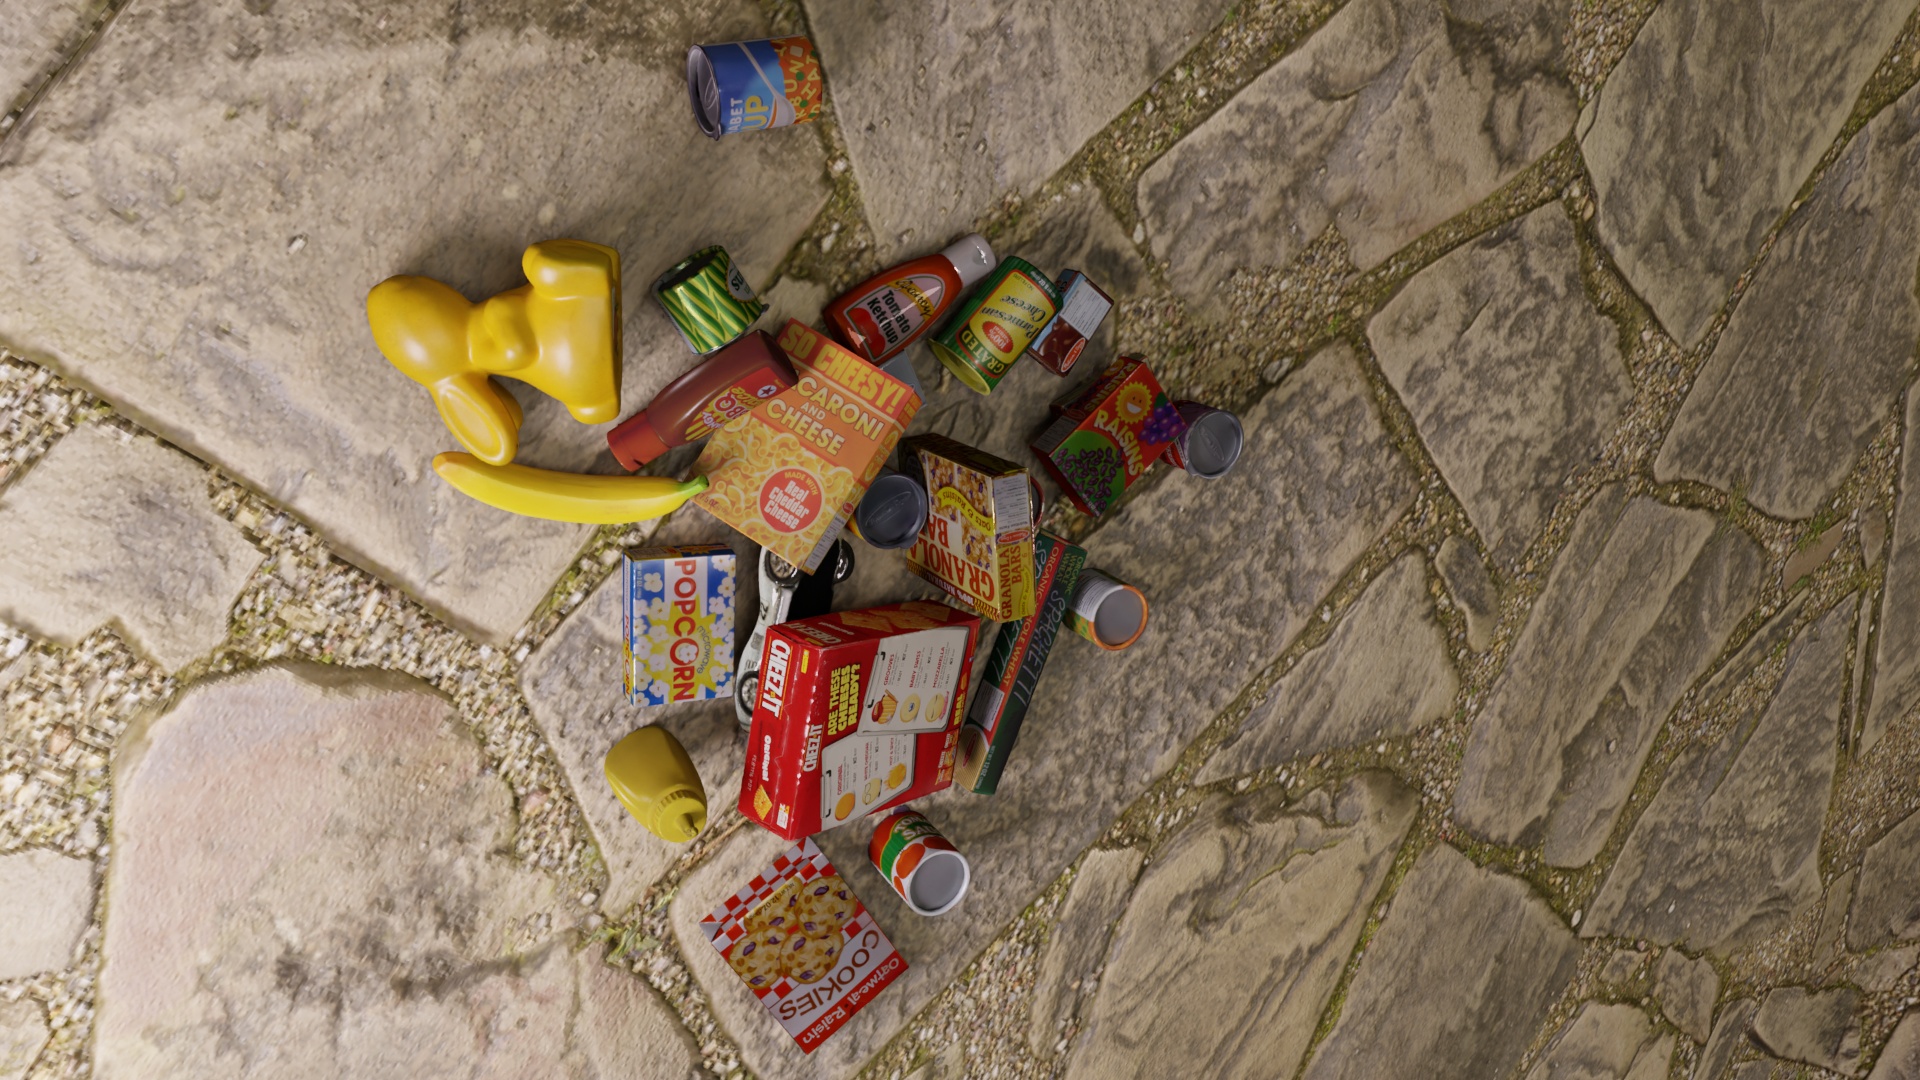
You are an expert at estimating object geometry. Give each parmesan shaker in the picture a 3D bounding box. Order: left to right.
[{"bbox_3d":[0.030,-0.186,1.185,0.103,0.071,0.071,-50,121,-7],"label":"parmesan shaker"}]

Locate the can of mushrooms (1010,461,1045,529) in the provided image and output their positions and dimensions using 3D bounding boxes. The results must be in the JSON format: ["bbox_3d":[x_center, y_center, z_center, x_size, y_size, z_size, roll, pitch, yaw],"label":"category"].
[{"bbox_3d":[0.042,-0.035,1.252,0.071,0.033,0.070,-8,108,-25],"label":"can of mushrooms"}]

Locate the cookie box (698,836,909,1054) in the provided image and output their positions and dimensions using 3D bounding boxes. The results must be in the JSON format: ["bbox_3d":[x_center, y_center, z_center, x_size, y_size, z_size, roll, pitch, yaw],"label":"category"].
[{"bbox_3d":[-0.139,0.370,1.265,0.123,0.040,0.167,-38,118,-14],"label":"cookie box"}]

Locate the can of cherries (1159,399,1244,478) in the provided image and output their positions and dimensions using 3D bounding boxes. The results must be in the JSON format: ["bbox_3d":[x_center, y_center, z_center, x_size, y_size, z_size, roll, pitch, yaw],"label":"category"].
[{"bbox_3d":[0.223,-0.096,1.318,0.072,0.058,0.071,-9,109,-27],"label":"can of cherries"}]

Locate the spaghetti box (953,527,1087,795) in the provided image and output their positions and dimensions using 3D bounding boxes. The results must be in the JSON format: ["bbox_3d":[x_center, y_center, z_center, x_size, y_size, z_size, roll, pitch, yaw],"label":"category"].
[{"bbox_3d":[0.052,0.113,1.290,0.029,0.050,0.249,18,95,-33],"label":"spaghetti box"}]

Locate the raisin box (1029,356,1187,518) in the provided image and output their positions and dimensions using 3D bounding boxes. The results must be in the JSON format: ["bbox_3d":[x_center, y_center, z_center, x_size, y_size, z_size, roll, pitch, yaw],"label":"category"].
[{"bbox_3d":[0.135,-0.093,1.253,0.123,0.040,0.086,-45,119,-8],"label":"raisin box"}]

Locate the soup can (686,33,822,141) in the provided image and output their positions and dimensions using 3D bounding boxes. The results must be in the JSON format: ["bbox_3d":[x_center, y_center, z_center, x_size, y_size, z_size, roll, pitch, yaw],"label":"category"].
[{"bbox_3d":[-0.153,-0.339,1.040,0.084,0.071,0.071,-16,111,-24],"label":"soup can"}]

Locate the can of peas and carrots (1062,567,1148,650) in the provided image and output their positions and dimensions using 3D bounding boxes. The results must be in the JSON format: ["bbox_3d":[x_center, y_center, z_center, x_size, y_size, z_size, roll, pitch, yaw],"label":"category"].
[{"bbox_3d":[0.137,0.066,1.318,0.071,0.059,0.070,-8,108,-26],"label":"can of peas and carrots"}]

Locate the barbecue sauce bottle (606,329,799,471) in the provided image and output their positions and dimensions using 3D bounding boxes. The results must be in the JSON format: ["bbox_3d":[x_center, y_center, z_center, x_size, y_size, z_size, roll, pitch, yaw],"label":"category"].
[{"bbox_3d":[-0.201,-0.106,1.070,0.148,0.044,0.065,-30,161,6],"label":"barbecue sauce bottle"}]

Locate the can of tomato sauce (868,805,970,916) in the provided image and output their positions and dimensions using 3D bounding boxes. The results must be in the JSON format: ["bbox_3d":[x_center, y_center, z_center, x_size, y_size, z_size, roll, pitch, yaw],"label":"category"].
[{"bbox_3d":[-0.037,0.293,1.273,0.071,0.083,0.071,-8,109,-26],"label":"can of tomato sauce"}]

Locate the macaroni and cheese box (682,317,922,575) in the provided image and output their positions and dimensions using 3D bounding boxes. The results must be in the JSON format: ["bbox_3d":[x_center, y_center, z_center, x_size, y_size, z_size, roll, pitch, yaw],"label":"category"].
[{"bbox_3d":[-0.127,-0.075,1.106,0.124,0.040,0.166,32,86,13],"label":"macaroni and cheese box"}]

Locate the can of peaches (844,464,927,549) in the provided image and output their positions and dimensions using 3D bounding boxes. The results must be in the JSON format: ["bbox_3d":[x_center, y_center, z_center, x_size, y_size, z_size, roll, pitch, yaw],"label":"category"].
[{"bbox_3d":[-0.069,-0.029,1.180,0.071,0.058,0.071,-8,108,-27],"label":"can of peaches"}]

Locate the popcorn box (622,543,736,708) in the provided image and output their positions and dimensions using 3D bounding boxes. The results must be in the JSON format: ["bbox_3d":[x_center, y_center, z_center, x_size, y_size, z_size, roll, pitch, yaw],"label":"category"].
[{"bbox_3d":[-0.229,0.068,1.132,0.085,0.038,0.126,-4,106,-28],"label":"popcorn box"}]

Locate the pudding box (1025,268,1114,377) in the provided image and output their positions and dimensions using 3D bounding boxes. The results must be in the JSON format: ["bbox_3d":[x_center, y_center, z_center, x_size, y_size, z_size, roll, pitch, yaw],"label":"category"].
[{"bbox_3d":[0.093,-0.194,1.237,0.049,0.030,0.084,35,87,-32],"label":"pudding box"}]

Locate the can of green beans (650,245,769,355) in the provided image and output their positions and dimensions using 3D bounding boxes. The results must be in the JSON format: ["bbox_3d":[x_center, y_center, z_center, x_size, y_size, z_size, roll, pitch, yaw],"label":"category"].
[{"bbox_3d":[-0.194,-0.185,1.064,0.071,0.071,0.057,-39,118,-13],"label":"can of green beans"}]

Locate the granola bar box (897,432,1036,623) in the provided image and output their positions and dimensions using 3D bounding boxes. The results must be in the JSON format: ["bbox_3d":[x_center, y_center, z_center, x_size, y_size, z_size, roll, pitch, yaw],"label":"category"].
[{"bbox_3d":[0.004,-0.015,1.160,0.039,0.166,0.123,-12,110,-26],"label":"granola bar box"}]

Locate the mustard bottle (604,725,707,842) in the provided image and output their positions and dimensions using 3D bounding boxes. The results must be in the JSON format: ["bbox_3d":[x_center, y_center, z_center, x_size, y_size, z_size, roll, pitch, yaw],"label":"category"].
[{"bbox_3d":[-0.234,0.200,1.096,0.065,0.160,0.048,-35,119,-14],"label":"mustard bottle"}]

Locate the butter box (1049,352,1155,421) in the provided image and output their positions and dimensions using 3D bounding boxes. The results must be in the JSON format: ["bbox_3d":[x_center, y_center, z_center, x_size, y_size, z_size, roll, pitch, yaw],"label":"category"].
[{"bbox_3d":[0.136,-0.127,1.282,0.104,0.024,0.053,-32,117,-17],"label":"butter box"}]

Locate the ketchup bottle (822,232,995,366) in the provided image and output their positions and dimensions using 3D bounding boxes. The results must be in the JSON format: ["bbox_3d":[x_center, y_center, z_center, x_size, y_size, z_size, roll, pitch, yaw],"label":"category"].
[{"bbox_3d":[-0.039,-0.204,1.155,0.149,0.043,0.064,-36,111,-16],"label":"ketchup bottle"}]

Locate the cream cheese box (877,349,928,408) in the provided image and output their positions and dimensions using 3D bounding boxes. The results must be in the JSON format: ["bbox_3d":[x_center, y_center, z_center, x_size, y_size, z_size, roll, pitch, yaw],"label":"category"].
[{"bbox_3d":[-0.082,-0.114,1.168,0.104,0.024,0.053,-33,117,-16],"label":"cream cheese box"}]
